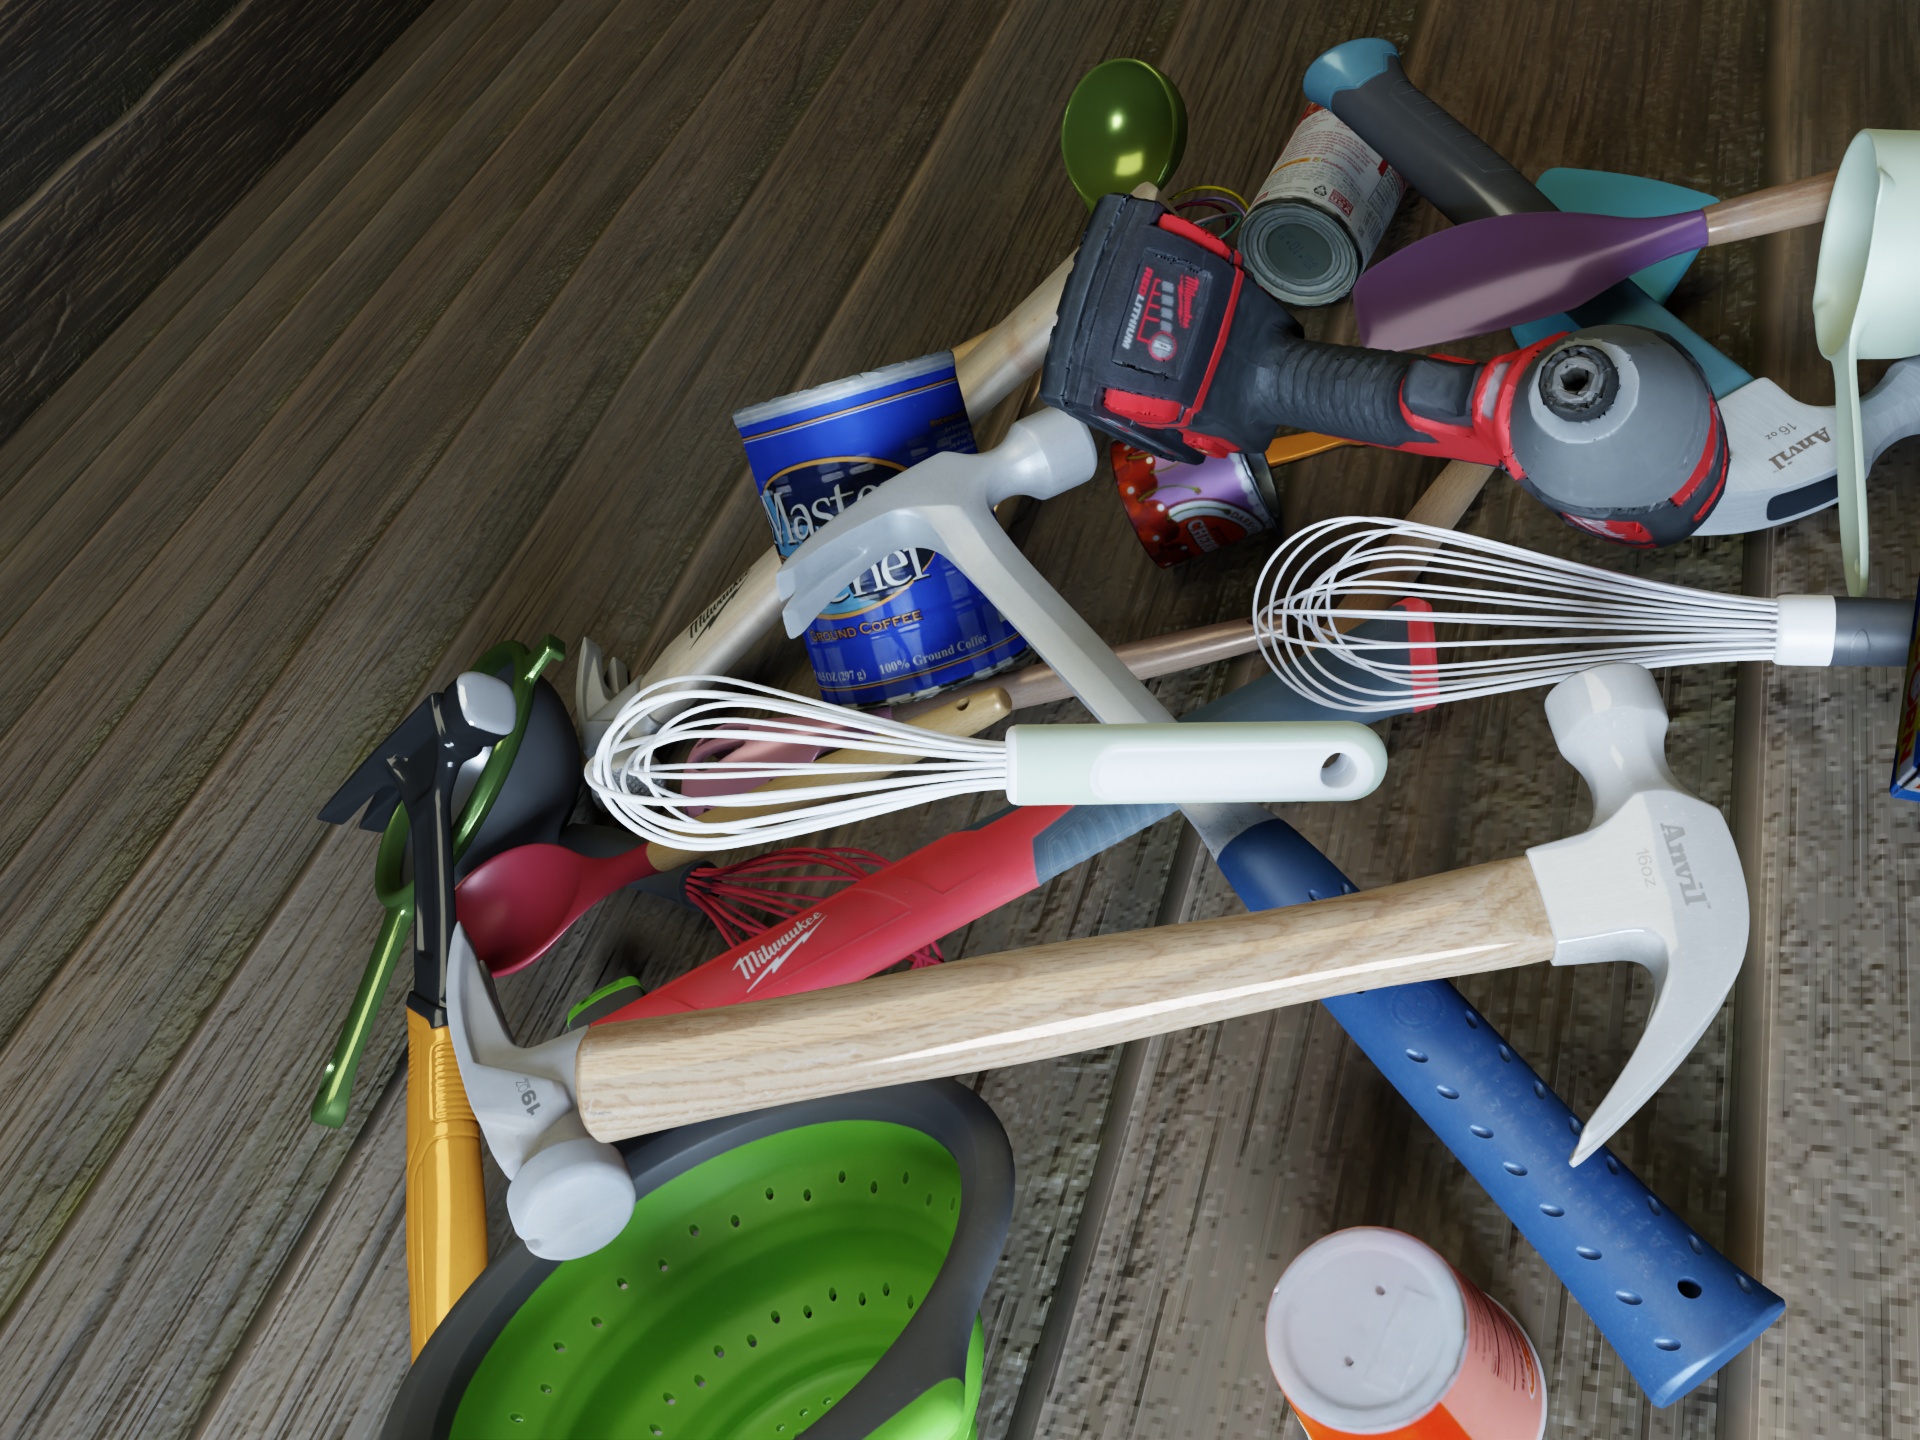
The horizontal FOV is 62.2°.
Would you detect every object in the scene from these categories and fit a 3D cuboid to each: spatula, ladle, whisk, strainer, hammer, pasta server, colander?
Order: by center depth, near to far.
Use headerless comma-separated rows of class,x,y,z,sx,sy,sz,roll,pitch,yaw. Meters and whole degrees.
hammer,0.048,0.077,0.451,0.331,0.031,0.130,-13,57,9
whisk,0.008,0.014,0.489,0.246,0.057,0.059,-1,20,0
hammer,0.082,0.035,0.516,0.144,0.035,0.406,-27,53,-16
whisk,0.237,-0.029,0.516,0.285,0.070,0.070,4,51,21
colander,-0.087,0.190,0.557,0.204,0.094,0.397,-29,18,-12
hammer,0.005,0.043,0.580,0.386,0.038,0.143,-27,39,-13
spatula,0.309,-0.196,0.604,0.316,0.018,0.060,-10,60,18
spatula,0.203,-0.105,0.661,0.082,0.044,0.317,27,71,35
hammer,-0.222,0.147,0.663,0.127,0.034,0.337,-36,52,31
hammer,0.245,-0.198,0.665,0.128,0.033,0.331,-31,53,4
ladle,-0.109,0.047,0.666,0.315,0.031,0.069,-24,47,30
whisk,-0.105,0.077,0.706,0.296,0.073,0.073,9,56,49
pasta server,-0.001,-0.002,0.733,0.316,0.040,0.060,-13,43,22
strainer,-0.252,0.086,0.810,0.151,0.069,0.256,-15,54,53
hammer,-0.051,-0.123,0.826,0.410,0.038,0.146,-42,35,12
ladle,0.049,-0.209,0.837,0.078,0.062,0.320,5,67,42
whisk,0.056,-0.239,0.922,0.245,0.047,0.051,-22,41,23

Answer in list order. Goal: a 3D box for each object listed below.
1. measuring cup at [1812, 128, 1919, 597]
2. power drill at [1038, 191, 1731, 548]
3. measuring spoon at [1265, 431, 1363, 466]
measuring cup,0.316,-0.118,0.532,0.038,0.083,0.168,3,77,15
power drill,0.146,-0.117,0.554,0.220,0.143,0.078,21,97,30
measuring spoon,0.145,-0.131,0.760,0.117,0.011,0.021,-9,45,32
